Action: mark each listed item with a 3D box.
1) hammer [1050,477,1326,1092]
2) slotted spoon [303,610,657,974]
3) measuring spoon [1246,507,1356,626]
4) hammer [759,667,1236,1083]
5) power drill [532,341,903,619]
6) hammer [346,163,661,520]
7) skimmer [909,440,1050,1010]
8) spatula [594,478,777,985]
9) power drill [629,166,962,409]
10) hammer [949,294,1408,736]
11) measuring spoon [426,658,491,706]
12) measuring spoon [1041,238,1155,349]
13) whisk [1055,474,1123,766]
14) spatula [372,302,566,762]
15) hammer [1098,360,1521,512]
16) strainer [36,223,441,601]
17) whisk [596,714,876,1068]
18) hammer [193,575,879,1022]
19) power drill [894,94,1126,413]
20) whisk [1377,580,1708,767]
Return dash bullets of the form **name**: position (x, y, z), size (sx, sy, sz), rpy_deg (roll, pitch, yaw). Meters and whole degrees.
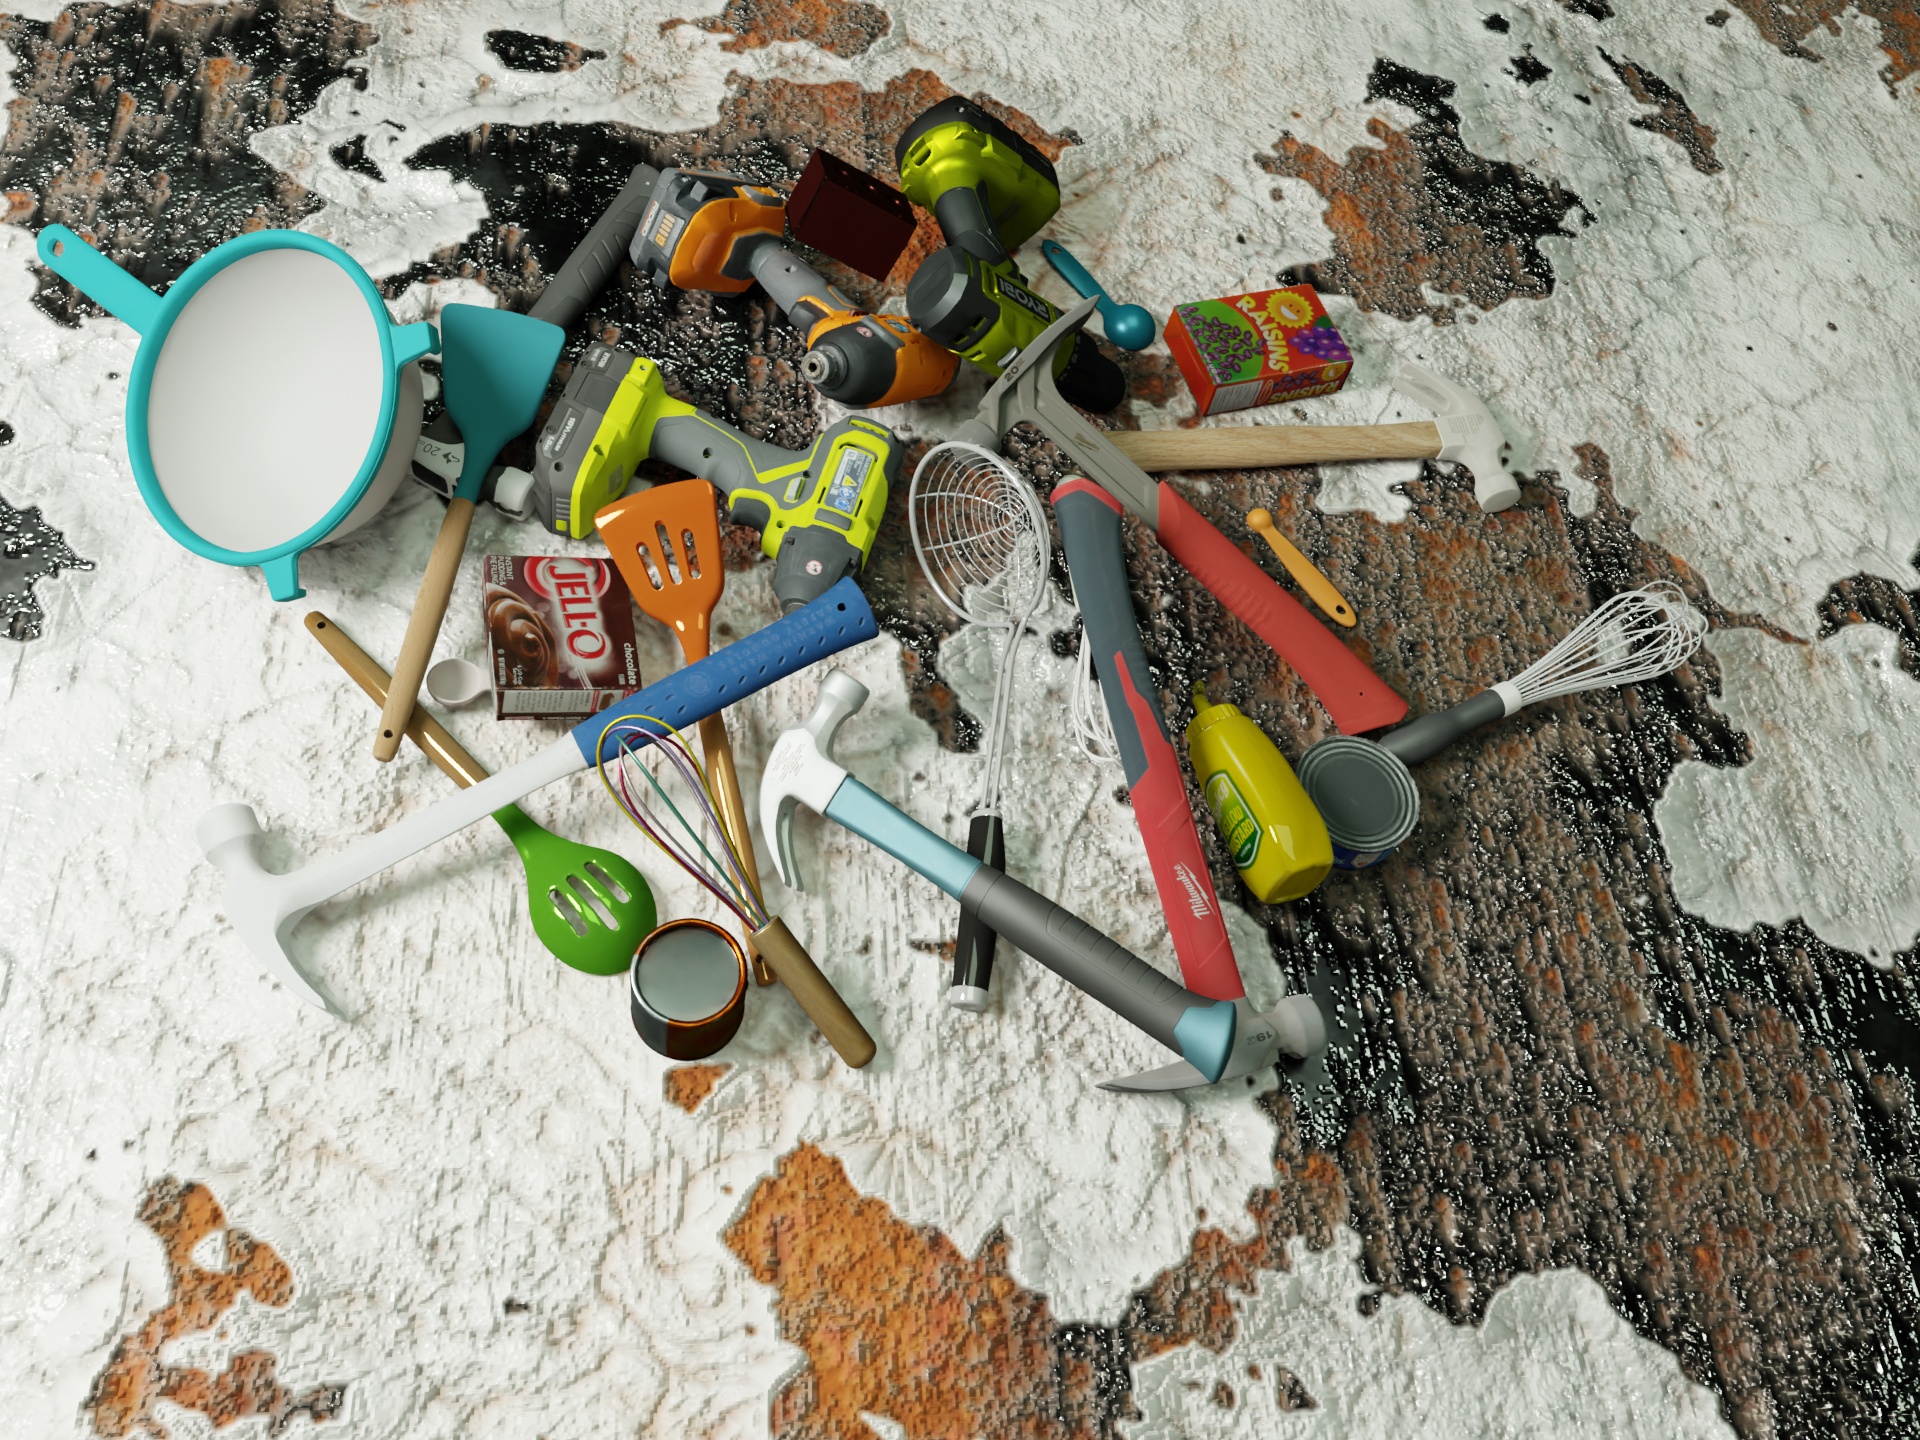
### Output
- **hammer**: position (0.105, 0.033, 0.990), size (0.143, 0.038, 0.386), rpy_deg (-11, 76, -15)
- **slotted spoon**: position (-0.301, 0.035, 0.969), size (0.314, 0.031, 0.070), rpy_deg (42, 65, 15)
- **measuring spoon**: position (0.251, -0.114, 1.163), size (0.021, 0.011, 0.117), rpy_deg (-28, 69, -24)
- **hammer**: position (0.019, 0.101, 0.931), size (0.331, 0.033, 0.128), rpy_deg (32, 86, 20)
- **power drill**: position (-0.165, -0.155, 1.076), size (0.223, 0.080, 0.171), rpy_deg (19, 59, -3)
- **hammer**: position (-0.302, -0.294, 1.153), size (0.146, 0.035, 0.335), rpy_deg (23, 59, 3)
- **skimmer**: position (-0.002, -0.003, 1.007), size (0.090, 0.127, 0.364), rpy_deg (20, 63, -28)
- **spatula**: position (-0.156, 0.006, 0.983), size (0.081, 0.041, 0.323), rpy_deg (-16, 71, 2)
- **power drill**: position (-0.123, -0.301, 1.131), size (0.226, 0.084, 0.164), rpy_deg (39, 28, 12)
- **hammer**: position (0.170, -0.126, 1.095), size (0.359, 0.036, 0.149), rpy_deg (42, 79, 1)
- **measuring spoon**: position (-0.276, -0.021, 1.015), size (0.124, 0.018, 0.034), rpy_deg (0, 55, -18)
- **measuring spoon**: position (0.109, -0.346, 1.264), size (0.042, 0.021, 0.129), rpy_deg (-32, 72, -25)
- **whisk**: position (0.092, -0.074, 1.093), size (0.059, 0.058, 0.247), rpy_deg (32, 41, -44)
- **spatula**: position (-0.325, -0.122, 1.010), size (0.082, 0.044, 0.318), rpy_deg (11, 64, -8)
- **hammer**: position (0.256, -0.212, 1.210), size (0.331, 0.031, 0.130), rpy_deg (-4, 62, -13)
- **strainer**: position (-0.470, -0.231, 1.043), size (0.340, 0.095, 0.211), rpy_deg (34, 98, 20)
- **whisk**: position (-0.123, 0.098, 0.906), size (0.047, 0.051, 0.245), rpy_deg (-39, 99, -23)
- **hammer**: position (-0.231, 0.027, 0.935), size (0.405, 0.035, 0.144), rpy_deg (-28, 70, -12)
- **power drill**: position (0.037, -0.341, 1.193), size (0.190, 0.080, 0.229), rpy_deg (20, 47, -39)
- **whisk**: position (0.407, -0.027, 1.121), size (0.284, 0.070, 0.070), rpy_deg (-23, 67, -16)
